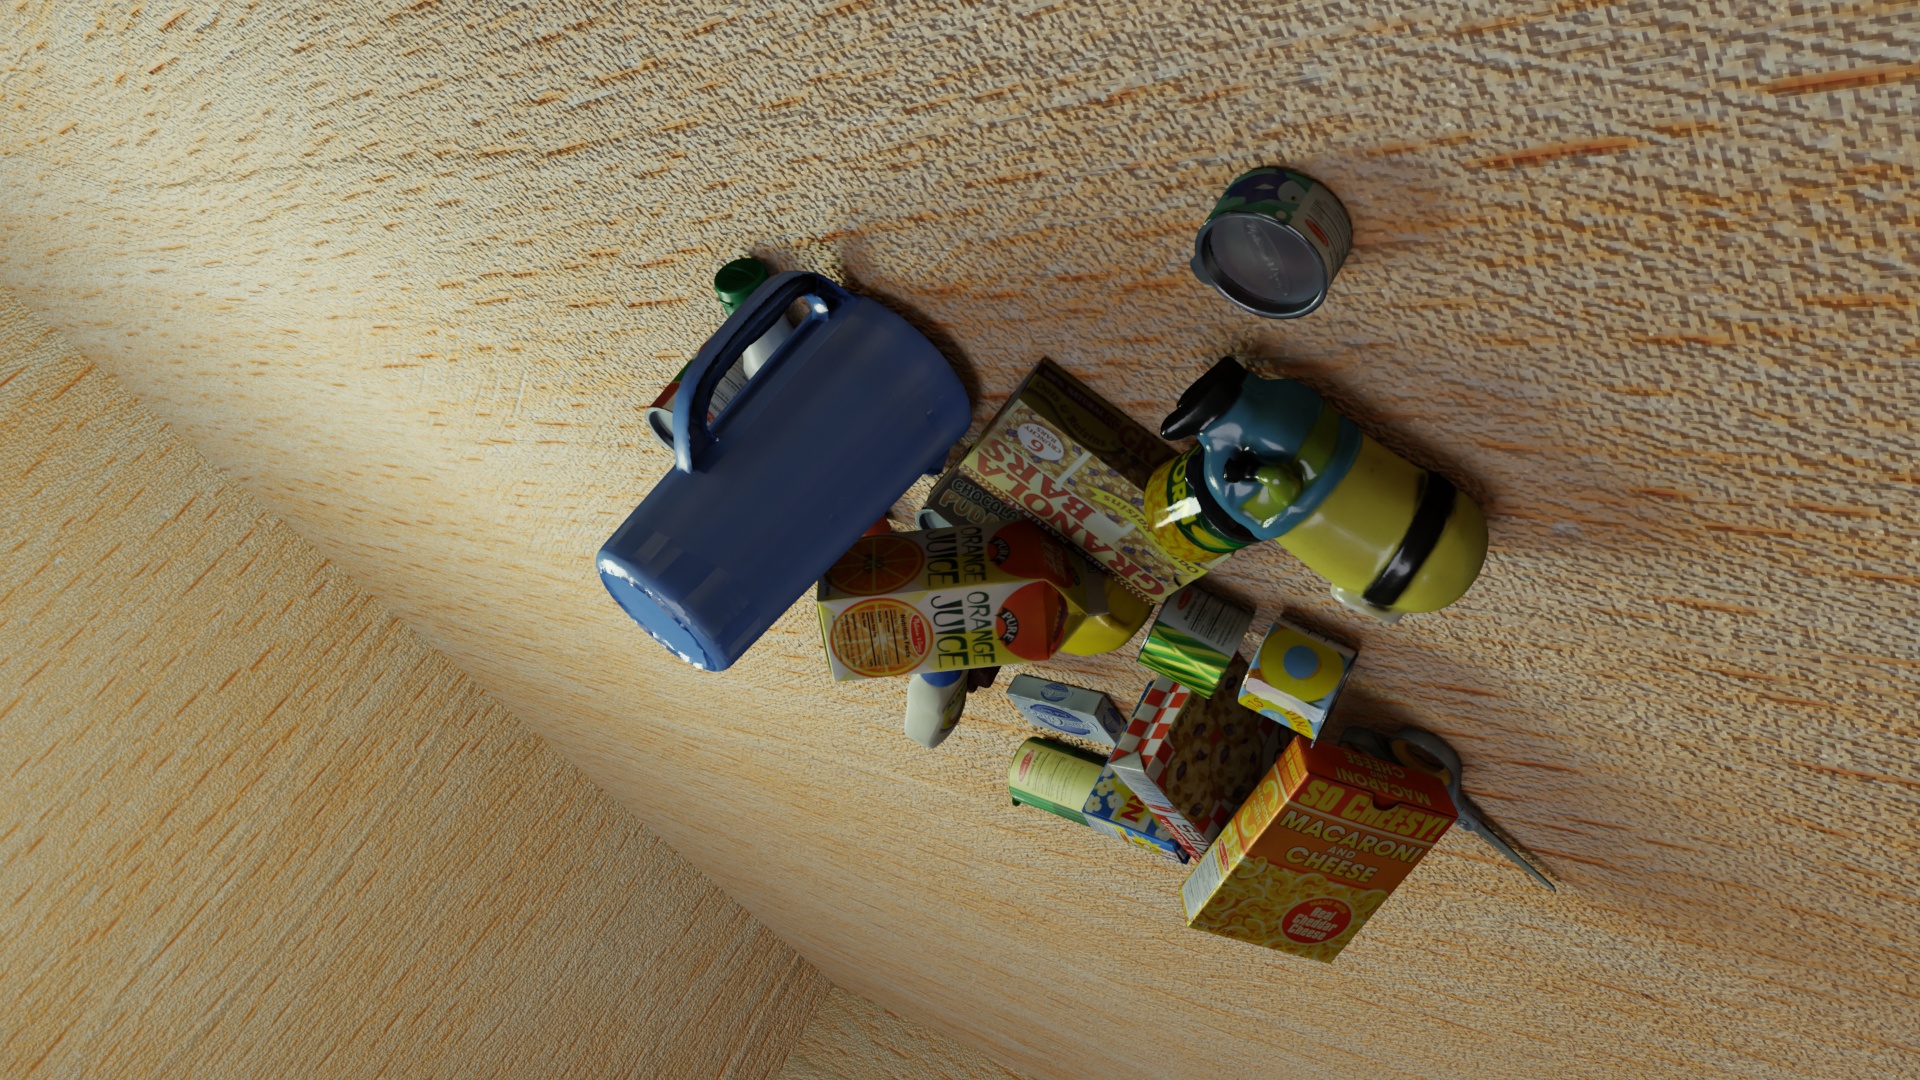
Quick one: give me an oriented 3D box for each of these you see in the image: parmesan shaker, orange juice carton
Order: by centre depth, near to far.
[{"bbox_3d":[0.003,0.038,0.949,0.193,0.072,0.072,-6,125,1],"label":"orange juice carton"},{"bbox_3d":[0.105,0.236,1.327,0.103,0.071,0.071,14,149,36],"label":"parmesan shaker"}]

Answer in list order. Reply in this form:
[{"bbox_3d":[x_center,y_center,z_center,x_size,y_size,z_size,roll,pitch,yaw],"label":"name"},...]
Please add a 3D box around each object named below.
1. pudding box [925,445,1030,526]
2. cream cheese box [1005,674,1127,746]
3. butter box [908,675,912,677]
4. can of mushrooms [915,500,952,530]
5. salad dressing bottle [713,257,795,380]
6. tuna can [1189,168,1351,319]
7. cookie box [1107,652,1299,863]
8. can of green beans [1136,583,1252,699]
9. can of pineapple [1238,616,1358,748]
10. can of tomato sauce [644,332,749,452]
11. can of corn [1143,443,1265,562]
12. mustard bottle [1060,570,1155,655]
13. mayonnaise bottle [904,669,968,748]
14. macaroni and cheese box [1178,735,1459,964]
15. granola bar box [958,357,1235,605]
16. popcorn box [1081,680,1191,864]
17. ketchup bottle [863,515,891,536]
[{"bbox_3d":[0.024,-0.022,0.984,0.083,0.030,0.049,39,114,-10],"label":"pudding box"},{"bbox_3d":[0.095,0.152,1.243,0.104,0.024,0.053,9,147,43],"label":"cream cheese box"},{"bbox_3d":[-0.043,0.113,1.340,0.103,0.024,0.053,33,155,0],"label":"butter box"},{"bbox_3d":[0.004,-0.013,1.044,0.071,0.033,0.070,27,154,15],"label":"can of mushrooms"},{"bbox_3d":[-0.131,-0.133,0.980,0.064,0.044,0.147,25,153,31],"label":"salad dressing bottle"},{"bbox_3d":[0.144,-0.138,0.649,0.071,0.033,0.070,27,154,14],"label":"tuna can"},{"bbox_3d":[0.194,0.167,1.032,0.040,0.123,0.167,2,140,50],"label":"cookie box"},{"bbox_3d":[0.162,0.068,0.962,0.058,0.071,0.071,28,154,12],"label":"can of green beans"},{"bbox_3d":[0.224,0.093,0.927,0.058,0.071,0.070,26,154,18],"label":"can of pineapple"},{"bbox_3d":[-0.186,-0.106,1.045,0.071,0.083,0.071,27,154,14],"label":"can of tomato sauce"},{"bbox_3d":[0.147,-0.025,0.809,0.071,0.071,0.058,38,155,-10],"label":"can of corn"},{"bbox_3d":[0.093,0.054,1.030,0.049,0.065,0.160,36,162,-7],"label":"mustard bottle"},{"bbox_3d":[-0.018,0.119,1.141,0.041,0.065,0.147,30,154,12],"label":"mayonnaise bottle"},{"bbox_3d":[0.250,0.222,0.980,0.124,0.040,0.165,18,122,-16],"label":"macaroni and cheese box"},{"bbox_3d":[0.090,-0.032,0.898,0.165,0.039,0.123,36,155,-4],"label":"granola bar box"},{"bbox_3d":[0.163,0.181,1.093,0.085,0.127,0.038,13,151,37],"label":"popcorn box"},{"bbox_3d":[-0.112,-0.049,1.105,0.065,0.044,0.148,12,148,36],"label":"ketchup bottle"}]
